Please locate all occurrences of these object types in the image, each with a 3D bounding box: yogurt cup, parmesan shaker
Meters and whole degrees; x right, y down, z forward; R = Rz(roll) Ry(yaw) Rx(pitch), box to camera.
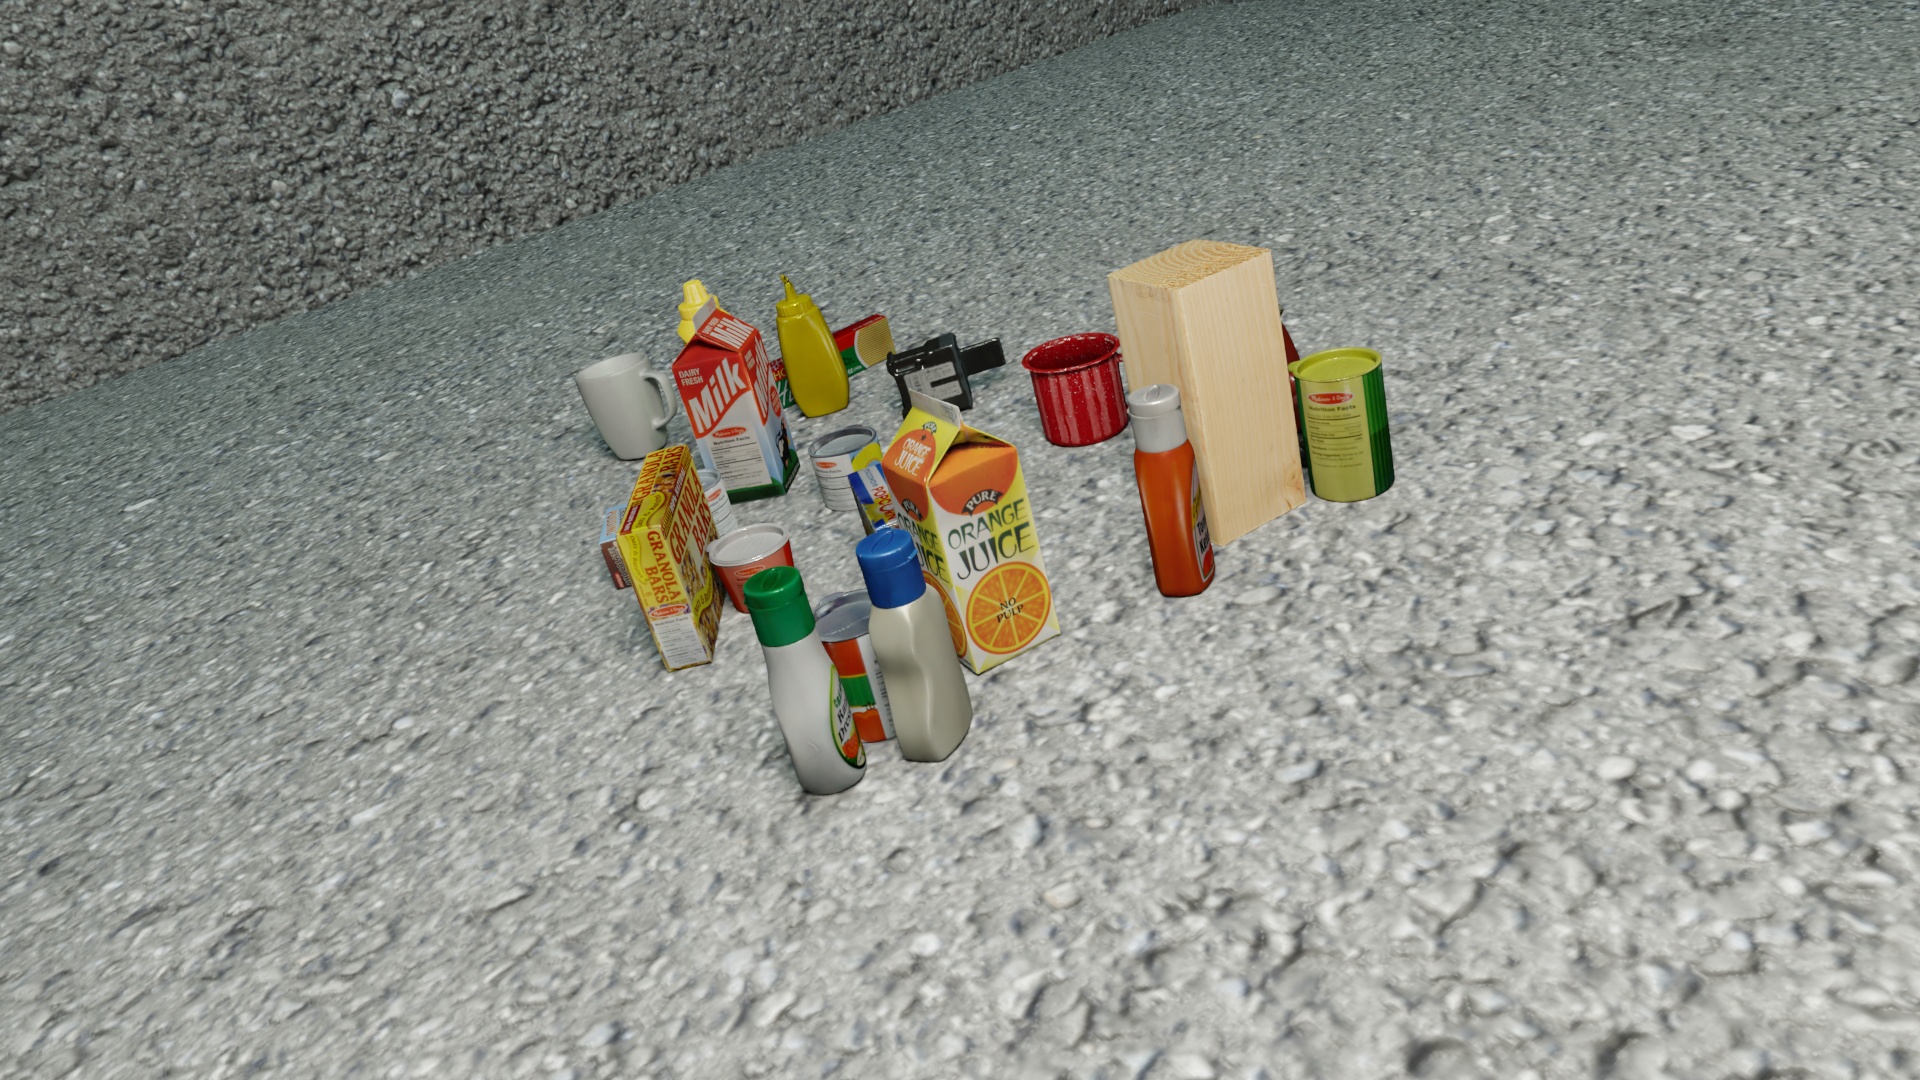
[{"bbox_3d":[-0.167,0.024,1.145,0.072,0.053,0.073,-12,25,6],"label":"yogurt cup"},{"bbox_3d":[0.294,-0.090,1.073,0.071,0.102,0.071,-12,25,6],"label":"parmesan shaker"}]

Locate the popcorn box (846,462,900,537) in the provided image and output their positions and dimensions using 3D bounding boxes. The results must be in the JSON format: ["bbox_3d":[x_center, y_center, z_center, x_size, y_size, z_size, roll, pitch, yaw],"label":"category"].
[{"bbox_3d":[-0.051,-0.001,1.098,0.038,0.085,0.127,-18,26,-7],"label":"popcorn box"}]

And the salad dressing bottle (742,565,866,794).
[{"bbox_3d":[-0.098,0.088,0.870,0.044,0.147,0.064,-11,25,9],"label":"salad dressing bottle"}]

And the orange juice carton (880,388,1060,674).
[{"bbox_3d":[0.003,-0.012,0.967,0.073,0.191,0.072,-25,27,-20],"label":"orange juice carton"}]

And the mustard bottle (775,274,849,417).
[{"bbox_3d":[-0.167,-0.215,1.509,0.065,0.159,0.049,-15,25,0],"label":"mustard bottle"}]

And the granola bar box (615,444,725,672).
[{"bbox_3d":[-0.230,0.011,1.124,0.039,0.123,0.166,-14,25,3],"label":"granola bar box"}]

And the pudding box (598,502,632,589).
[{"bbox_3d":[-0.305,0.003,1.266,0.030,0.049,0.084,-16,25,-2],"label":"pudding box"}]

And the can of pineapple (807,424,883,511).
[{"bbox_3d":[-0.102,-0.068,1.293,0.071,0.057,0.071,-12,25,6],"label":"can of pineapple"}]

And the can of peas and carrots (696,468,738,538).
[{"bbox_3d":[-0.246,-0.026,1.285,0.071,0.058,0.071,-12,25,6],"label":"can of peas and carrots"}]

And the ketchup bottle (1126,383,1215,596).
[{"bbox_3d":[0.149,-0.037,0.991,0.043,0.148,0.065,-6,27,19],"label":"ketchup bottle"}]

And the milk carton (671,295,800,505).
[{"bbox_3d":[-0.221,-0.137,1.343,0.073,0.189,0.073,-10,26,11],"label":"milk carton"}]

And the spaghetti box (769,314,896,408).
[{"bbox_3d":[-0.182,-0.192,1.597,0.251,0.050,0.029,-31,29,-30],"label":"spaghetti box"}]

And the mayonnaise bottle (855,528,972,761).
[{"bbox_3d":[-0.030,0.065,0.880,0.041,0.147,0.065,-2,28,25],"label":"mayonnaise bottle"}]

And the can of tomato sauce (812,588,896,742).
[{"bbox_3d":[-0.064,0.084,0.936,0.071,0.082,0.071,-12,25,6],"label":"can of tomato sauce"}]
